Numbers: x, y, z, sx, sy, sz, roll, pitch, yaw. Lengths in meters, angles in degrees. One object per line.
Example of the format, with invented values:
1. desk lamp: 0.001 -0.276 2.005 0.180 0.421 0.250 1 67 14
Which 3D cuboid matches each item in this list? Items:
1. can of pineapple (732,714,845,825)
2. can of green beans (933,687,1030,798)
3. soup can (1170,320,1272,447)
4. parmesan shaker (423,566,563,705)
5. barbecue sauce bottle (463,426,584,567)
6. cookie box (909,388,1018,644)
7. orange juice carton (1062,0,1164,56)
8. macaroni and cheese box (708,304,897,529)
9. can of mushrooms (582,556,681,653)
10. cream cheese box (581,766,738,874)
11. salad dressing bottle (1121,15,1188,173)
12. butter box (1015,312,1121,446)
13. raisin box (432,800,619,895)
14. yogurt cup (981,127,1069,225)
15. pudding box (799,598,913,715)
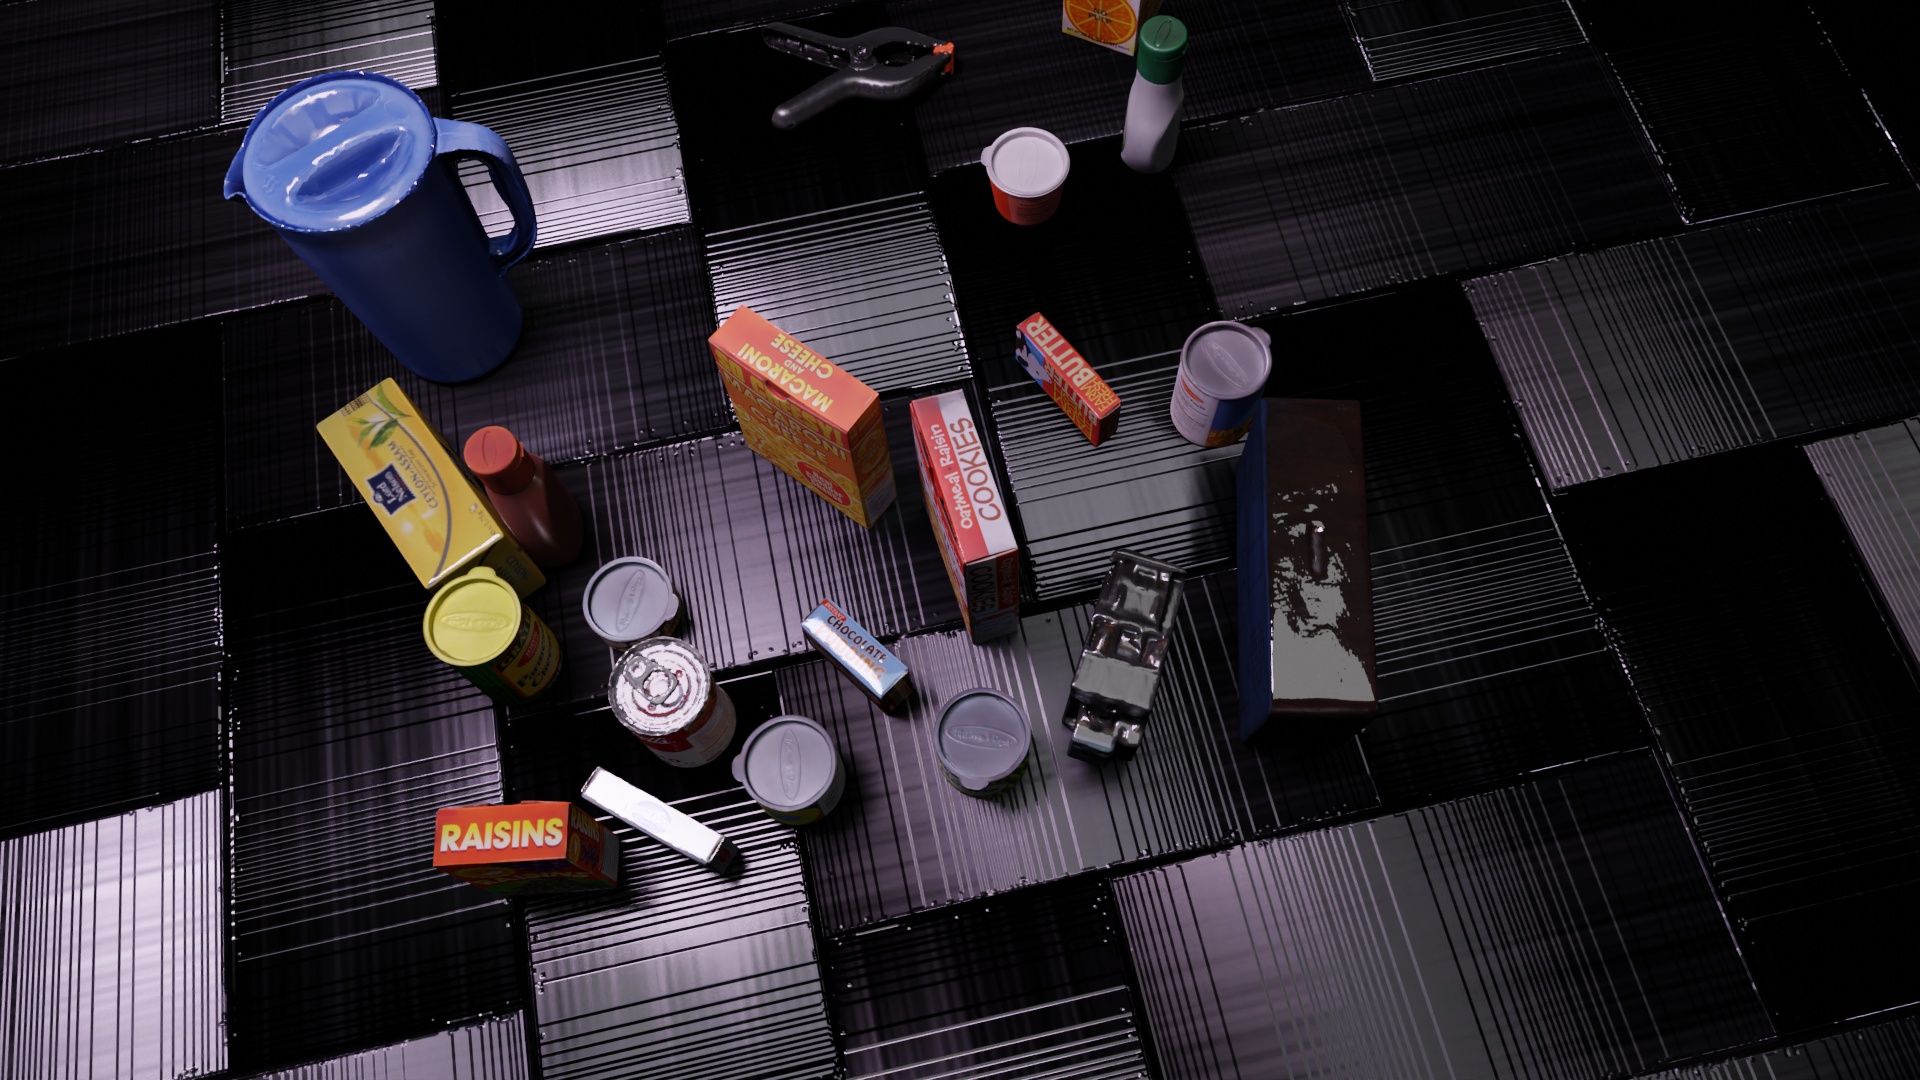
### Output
1. can of pineapple: -0.117 0.160 0.964 0.071 0.057 0.071 -1 68 2
2. can of green beans: 0.015 0.142 0.967 0.071 0.057 0.071 -1 68 2
3. soup can: 0.199 -0.118 1.055 0.071 0.083 0.071 -1 68 2
4. parmesan shaker: -0.327 0.070 0.984 0.071 0.102 0.071 -1 68 2
5. barbecue sauce bottle: -0.313 -0.034 1.002 0.044 0.148 0.065 -11 68 -2
6. cookie box: 0.003 -0.012 0.972 0.040 0.166 0.123 -17 68 -5
7. orange juice carton: 0.134 -0.506 1.161 0.072 0.192 0.073 23 71 11
8. macaroni and cheese box: -0.110 -0.085 1.007 0.124 0.166 0.040 34 73 15
9. can of mushrooms: -0.240 0.049 1.027 0.071 0.033 0.071 -1 67 2
10. cream cheese box: -0.206 0.194 0.955 0.104 0.053 0.024 25 71 12
11. salad dressing bottle: 0.158 -0.359 1.122 0.044 0.147 0.064 22 70 11
12. butter box: 0.083 -0.125 1.078 0.024 0.053 0.104 -36 71 -12
13. raisin box: -0.282 0.204 0.916 0.086 0.123 0.040 -3 68 1
14. yogurt cup: 0.056 -0.299 1.151 0.072 0.053 0.072 -1 68 2
15. pudding box: -0.074 0.083 0.998 0.084 0.049 0.030 40 75 17
